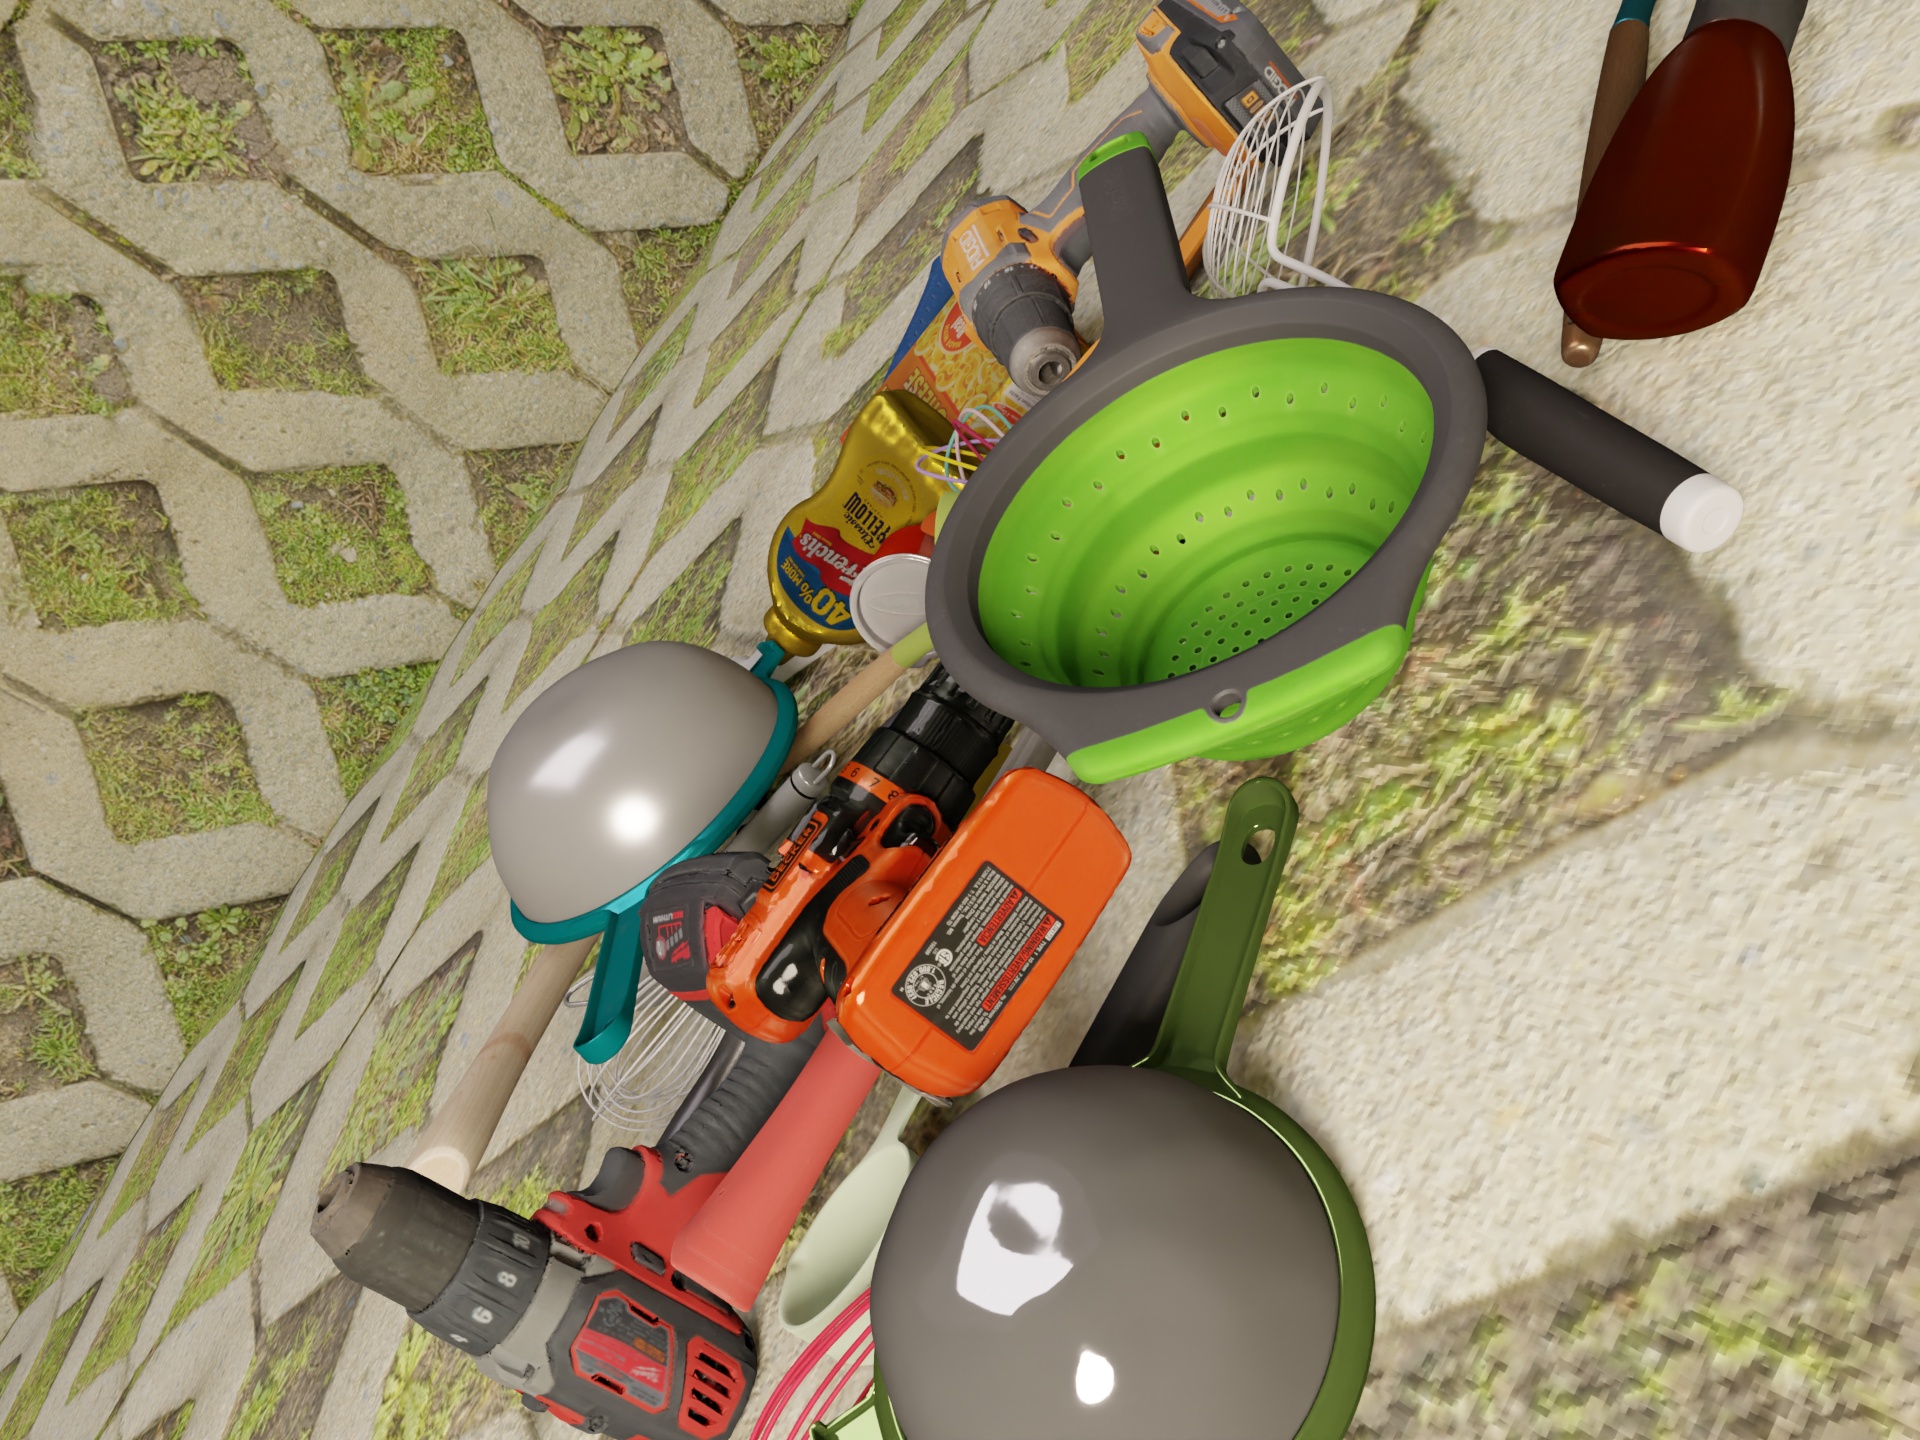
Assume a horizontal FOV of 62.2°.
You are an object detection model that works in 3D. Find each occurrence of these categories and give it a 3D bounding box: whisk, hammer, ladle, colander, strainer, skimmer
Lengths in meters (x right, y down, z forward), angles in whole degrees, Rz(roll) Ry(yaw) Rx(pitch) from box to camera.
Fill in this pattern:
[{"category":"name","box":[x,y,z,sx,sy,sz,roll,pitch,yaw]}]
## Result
[{"category":"whisk","box":[0.021,0.161,0.526,0.296,0.073,0.073,-55,22,-15]},{"category":"hammer","box":[0.000,0.071,0.653,0.149,0.036,0.359,-12,42,59]},{"category":"ladle","box":[-0.054,-0.028,0.875,0.320,0.062,0.078,-37,46,54]},{"category":"colander","box":[0.095,-0.111,0.629,0.204,0.094,0.398,-23,41,19]},{"category":"strainer","box":[-0.144,0.100,0.911,0.258,0.050,0.087,-46,29,30]},{"category":"strainer","box":[-0.199,0.050,0.864,0.211,0.095,0.341,-33,25,11]},{"category":"whisk","box":[0.041,-0.116,0.777,0.051,0.047,0.245,-54,29,1]},{"category":"strainer","box":[0.050,0.108,0.462,0.151,0.069,0.256,0,52,35]},{"category":"whisk","box":[-0.106,0.154,0.789,0.239,0.055,0.055,-61,24,-1]},{"category":"hammer","box":[-0.066,-0.195,1.174,0.144,0.035,0.406,-22,40,53]},{"category":"hammer","box":[-0.233,0.128,0.964,0.146,0.038,0.411,-41,17,37]},{"category":"skimmer","box":[0.191,-0.156,0.617,0.364,0.090,0.127,-122,29,-53]},{"category":"whisk","box":[-0.103,0.100,0.843,0.284,0.070,0.070,-51,23,-1]}]

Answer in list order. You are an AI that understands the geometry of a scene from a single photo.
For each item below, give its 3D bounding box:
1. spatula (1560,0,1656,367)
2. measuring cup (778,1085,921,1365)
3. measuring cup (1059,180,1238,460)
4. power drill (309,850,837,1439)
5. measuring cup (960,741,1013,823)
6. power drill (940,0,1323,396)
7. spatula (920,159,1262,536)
[{"category":"spatula","box":[0.257,-0.264,0.636,0.082,0.044,0.318,-19,43,48]},{"category":"measuring cup","box":[-0.013,0.169,0.612,0.083,0.038,0.168,-41,13,43]},{"category":"measuring cup","box":[0.112,-0.194,0.815,0.173,0.052,0.095,-58,23,-9]},{"category":"power drill","box":[-0.134,0.165,0.657,0.080,0.187,0.227,-18,39,52]},{"category":"measuring cup","box":[-0.001,-0.003,0.806,0.062,0.029,0.157,-42,29,30]},{"category":"power drill","box":[0.089,-0.289,0.886,0.226,0.084,0.186,-40,35,20]},{"category":"spatula","box":[0.093,-0.223,0.899,0.322,0.041,0.081,-57,35,-6]}]
